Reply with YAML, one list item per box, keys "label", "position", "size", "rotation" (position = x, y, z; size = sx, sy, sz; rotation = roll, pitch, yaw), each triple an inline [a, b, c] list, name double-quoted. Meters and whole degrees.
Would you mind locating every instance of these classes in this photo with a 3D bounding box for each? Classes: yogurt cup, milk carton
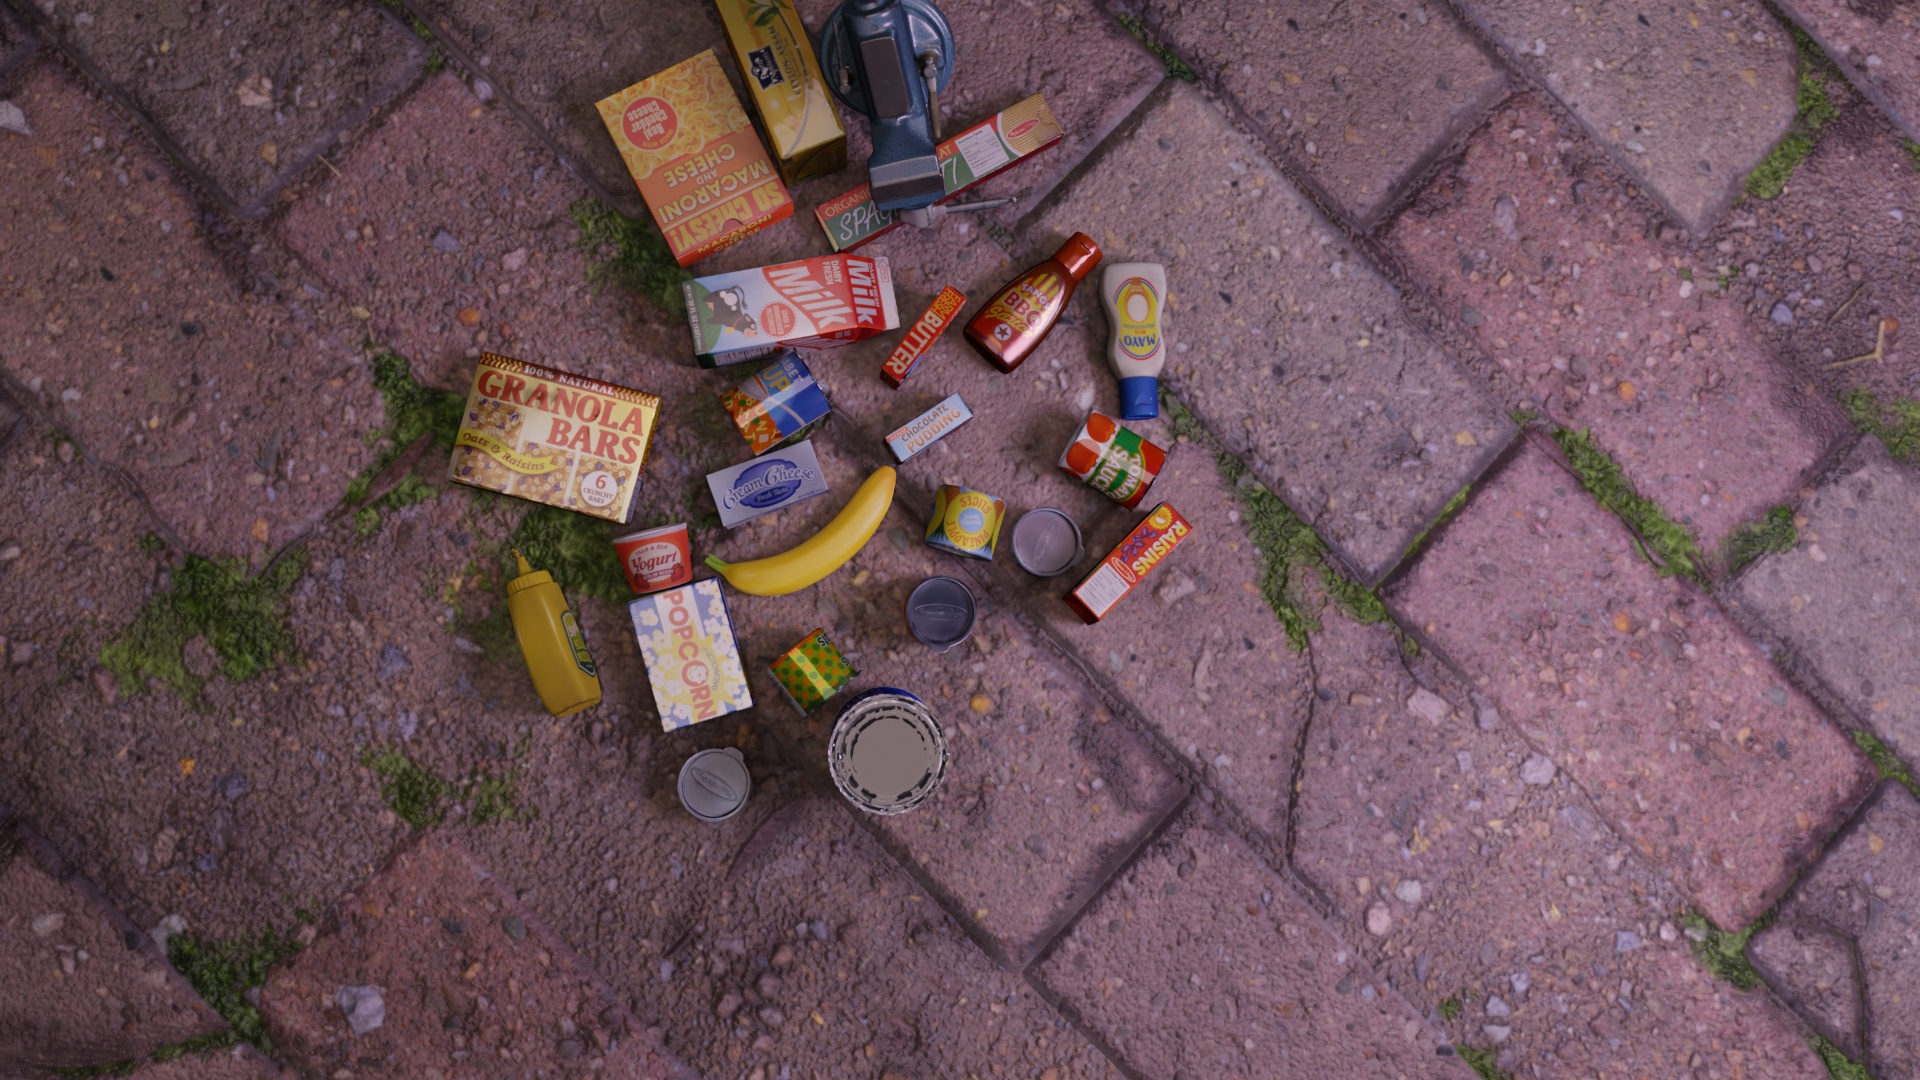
- label: "yogurt cup"
  position: [-0.278, 0.016, 1.269]
  size: [0.072, 0.072, 0.054]
  rotation: [-13, 96, -6]
- label: "milk carton"
  position: [-0.155, -0.215, 1.290]
  size: [0.191, 0.073, 0.072]
  rotation: [-10, 87, -6]

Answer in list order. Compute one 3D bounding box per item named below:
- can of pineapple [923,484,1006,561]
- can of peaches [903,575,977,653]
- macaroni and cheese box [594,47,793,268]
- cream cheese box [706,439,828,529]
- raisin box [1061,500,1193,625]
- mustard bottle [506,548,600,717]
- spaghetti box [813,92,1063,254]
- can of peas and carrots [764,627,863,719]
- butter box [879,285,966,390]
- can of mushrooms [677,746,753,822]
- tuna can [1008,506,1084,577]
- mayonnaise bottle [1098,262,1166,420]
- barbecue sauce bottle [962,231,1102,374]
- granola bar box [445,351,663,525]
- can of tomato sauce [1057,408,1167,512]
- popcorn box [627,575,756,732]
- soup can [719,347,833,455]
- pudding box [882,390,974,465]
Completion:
- label: "can of pineapple"
  position: [0.005, -0.016, 1.291]
  size: [0.071, 0.071, 0.058]
  rotation: [16, 85, -4]
- label: "can of peaches"
  position: [-0.020, 0.068, 1.289]
  size: [0.071, 0.058, 0.071]
  rotation: [0, 87, -5]
- label: "macaroni and cheese box"
  position: [-0.250, -0.359, 1.309]
  size: [0.124, 0.040, 0.166]
  rotation: [-28, 88, -5]
- label: "cream cheese box"
  position: [-0.181, -0.053, 1.301]
  size: [0.104, 0.024, 0.053]
  rotation: [-20, 87, -6]
- label: "raisin box"
  position: [0.154, 0.022, 1.293]
  size: [0.123, 0.086, 0.040]
  rotation: [-43, 86, -6]
- label: "mustard bottle"
  position: [-0.375, 0.079, 1.257]
  size: [0.049, 0.065, 0.160]
  rotation: [-23, 84, -2]
- label: "spaghetti box"
  position: [-0.022, -0.351, 1.334]
  size: [0.250, 0.028, 0.050]
  rotation: [-29, 89, -6]
- label: "can of peas and carrots"
  position: [-0.134, 0.120, 1.272]
  size: [0.071, 0.071, 0.059]
  rotation: [-39, 90, -6]
- label: "butter box"
  position: [-0.036, -0.191, 1.309]
  size: [0.024, 0.053, 0.103]
  rotation: [38, 84, -3]
- label: "can of mushrooms"
  position: [-0.223, 0.221, 1.273]
  size: [0.071, 0.033, 0.071]
  rotation: [0, 86, -4]
- label: "tuna can"
  position: [0.082, 0.003, 1.315]
  size: [0.071, 0.033, 0.071]
  rotation: [0, 86, -5]
- label: "mayonnaise bottle"
  position: [0.168, -0.191, 1.332]
  size: [0.065, 0.041, 0.148]
  rotation: [-3, 86, -7]
- label: "barbecue sauce bottle"
  position: [0.073, -0.231, 1.326]
  size: [0.065, 0.043, 0.149]
  rotation: [43, 83, 0]
- label: "granola bar box"
  position: [-0.371, -0.093, 1.280]
  size: [0.166, 0.039, 0.124]
  rotation: [14, 85, -3]
- label: "can of tomato sauce"
  position: [0.142, -0.075, 1.307]
  size: [0.083, 0.071, 0.071]
  rotation: [31, 84, -2]
- label: "popcorn box"
  position: [-0.246, 0.104, 1.277]
  size: [0.085, 0.038, 0.126]
  rotation: [-16, 88, -6]
- label: "soup can"
  position: [-0.172, -0.129, 1.285]
  size: [0.084, 0.071, 0.071]
  rotation: [-32, 89, -6]
- label: "pudding box"
  position: [-0.030, -0.105, 1.305]
  size: [0.084, 0.049, 0.030]
  rotation: [-33, 91, -5]
